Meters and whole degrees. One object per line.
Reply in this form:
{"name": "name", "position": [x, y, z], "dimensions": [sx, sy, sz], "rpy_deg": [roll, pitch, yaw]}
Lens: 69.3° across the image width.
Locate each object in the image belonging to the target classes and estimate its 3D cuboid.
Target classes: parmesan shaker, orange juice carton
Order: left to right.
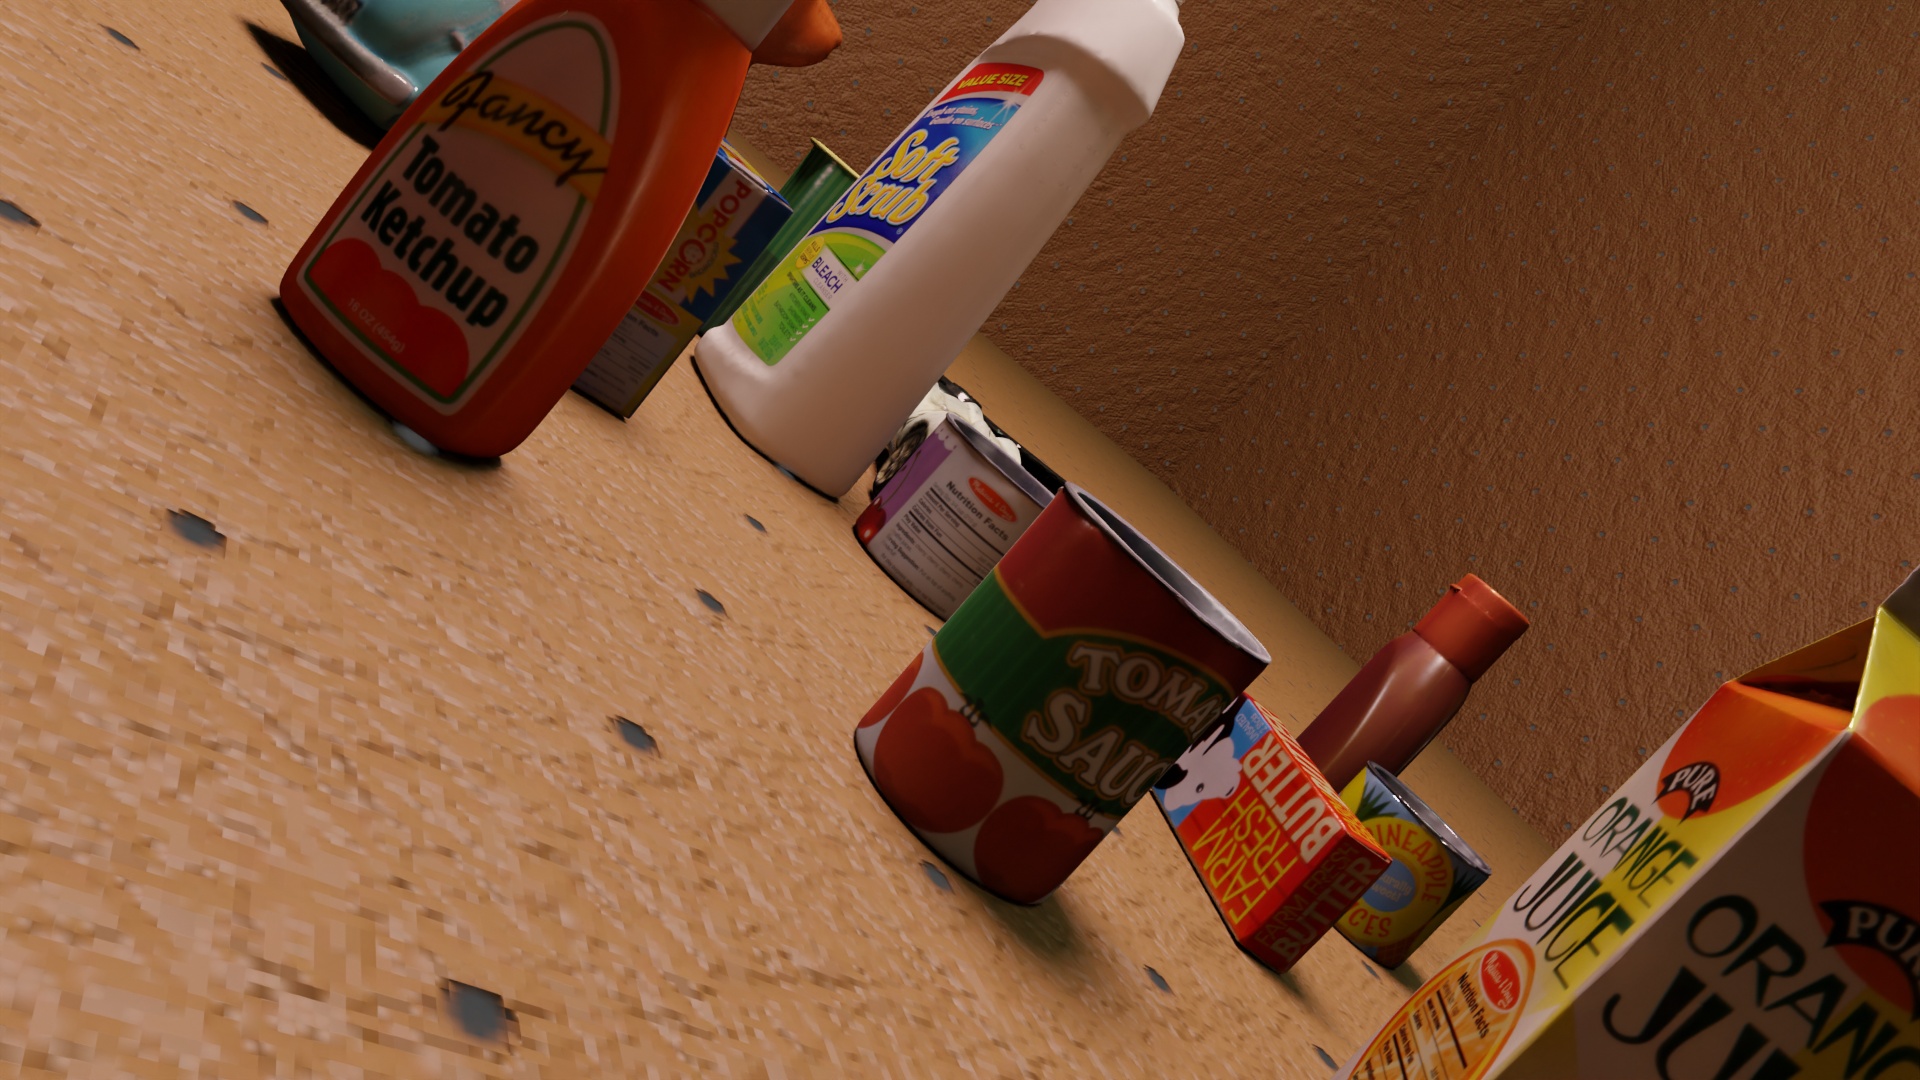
{"name": "parmesan shaker", "position": [-0.076, -0.129, 0.657], "dimensions": [0.071, 0.103, 0.071], "rpy_deg": [40, 9, -7]}
{"name": "orange juice carton", "position": [0.169, 0.098, 0.305], "dimensions": [0.072, 0.192, 0.073], "rpy_deg": [42, 9, 7]}

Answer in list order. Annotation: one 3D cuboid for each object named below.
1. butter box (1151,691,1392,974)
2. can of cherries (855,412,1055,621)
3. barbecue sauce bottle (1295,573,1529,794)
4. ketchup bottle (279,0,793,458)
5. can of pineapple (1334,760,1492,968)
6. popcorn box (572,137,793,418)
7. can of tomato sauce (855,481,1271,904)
{"name": "butter box", "position": [0.104, 0.097, 0.482], "dimensions": [0.024, 0.053, 0.104], "rpy_deg": [38, 9, -19]}
{"name": "can of cherries", "position": [0.002, -0.007, 0.541], "dimensions": [0.071, 0.058, 0.071], "rpy_deg": [40, 9, -7]}
{"name": "barbecue sauce bottle", "position": [0.200, 0.081, 0.651], "dimensions": [0.043, 0.148, 0.065], "rpy_deg": [41, 9, -1]}
{"name": "ketchup bottle", "position": [-0.084, -0.092, 0.310], "dimensions": [0.065, 0.148, 0.043], "rpy_deg": [42, 9, 6]}
{"name": "can of pineapple", "position": [0.178, 0.137, 0.585], "dimensions": [0.071, 0.058, 0.071], "rpy_deg": [40, 9, -7]}
{"name": "popcorn box", "position": [-0.114, -0.108, 0.462], "dimensions": [0.038, 0.085, 0.127], "rpy_deg": [34, 12, -41]}
{"name": "can of tomato sauce", "position": [0.025, 0.039, 0.344], "dimensions": [0.071, 0.083, 0.071], "rpy_deg": [40, 9, -7]}
